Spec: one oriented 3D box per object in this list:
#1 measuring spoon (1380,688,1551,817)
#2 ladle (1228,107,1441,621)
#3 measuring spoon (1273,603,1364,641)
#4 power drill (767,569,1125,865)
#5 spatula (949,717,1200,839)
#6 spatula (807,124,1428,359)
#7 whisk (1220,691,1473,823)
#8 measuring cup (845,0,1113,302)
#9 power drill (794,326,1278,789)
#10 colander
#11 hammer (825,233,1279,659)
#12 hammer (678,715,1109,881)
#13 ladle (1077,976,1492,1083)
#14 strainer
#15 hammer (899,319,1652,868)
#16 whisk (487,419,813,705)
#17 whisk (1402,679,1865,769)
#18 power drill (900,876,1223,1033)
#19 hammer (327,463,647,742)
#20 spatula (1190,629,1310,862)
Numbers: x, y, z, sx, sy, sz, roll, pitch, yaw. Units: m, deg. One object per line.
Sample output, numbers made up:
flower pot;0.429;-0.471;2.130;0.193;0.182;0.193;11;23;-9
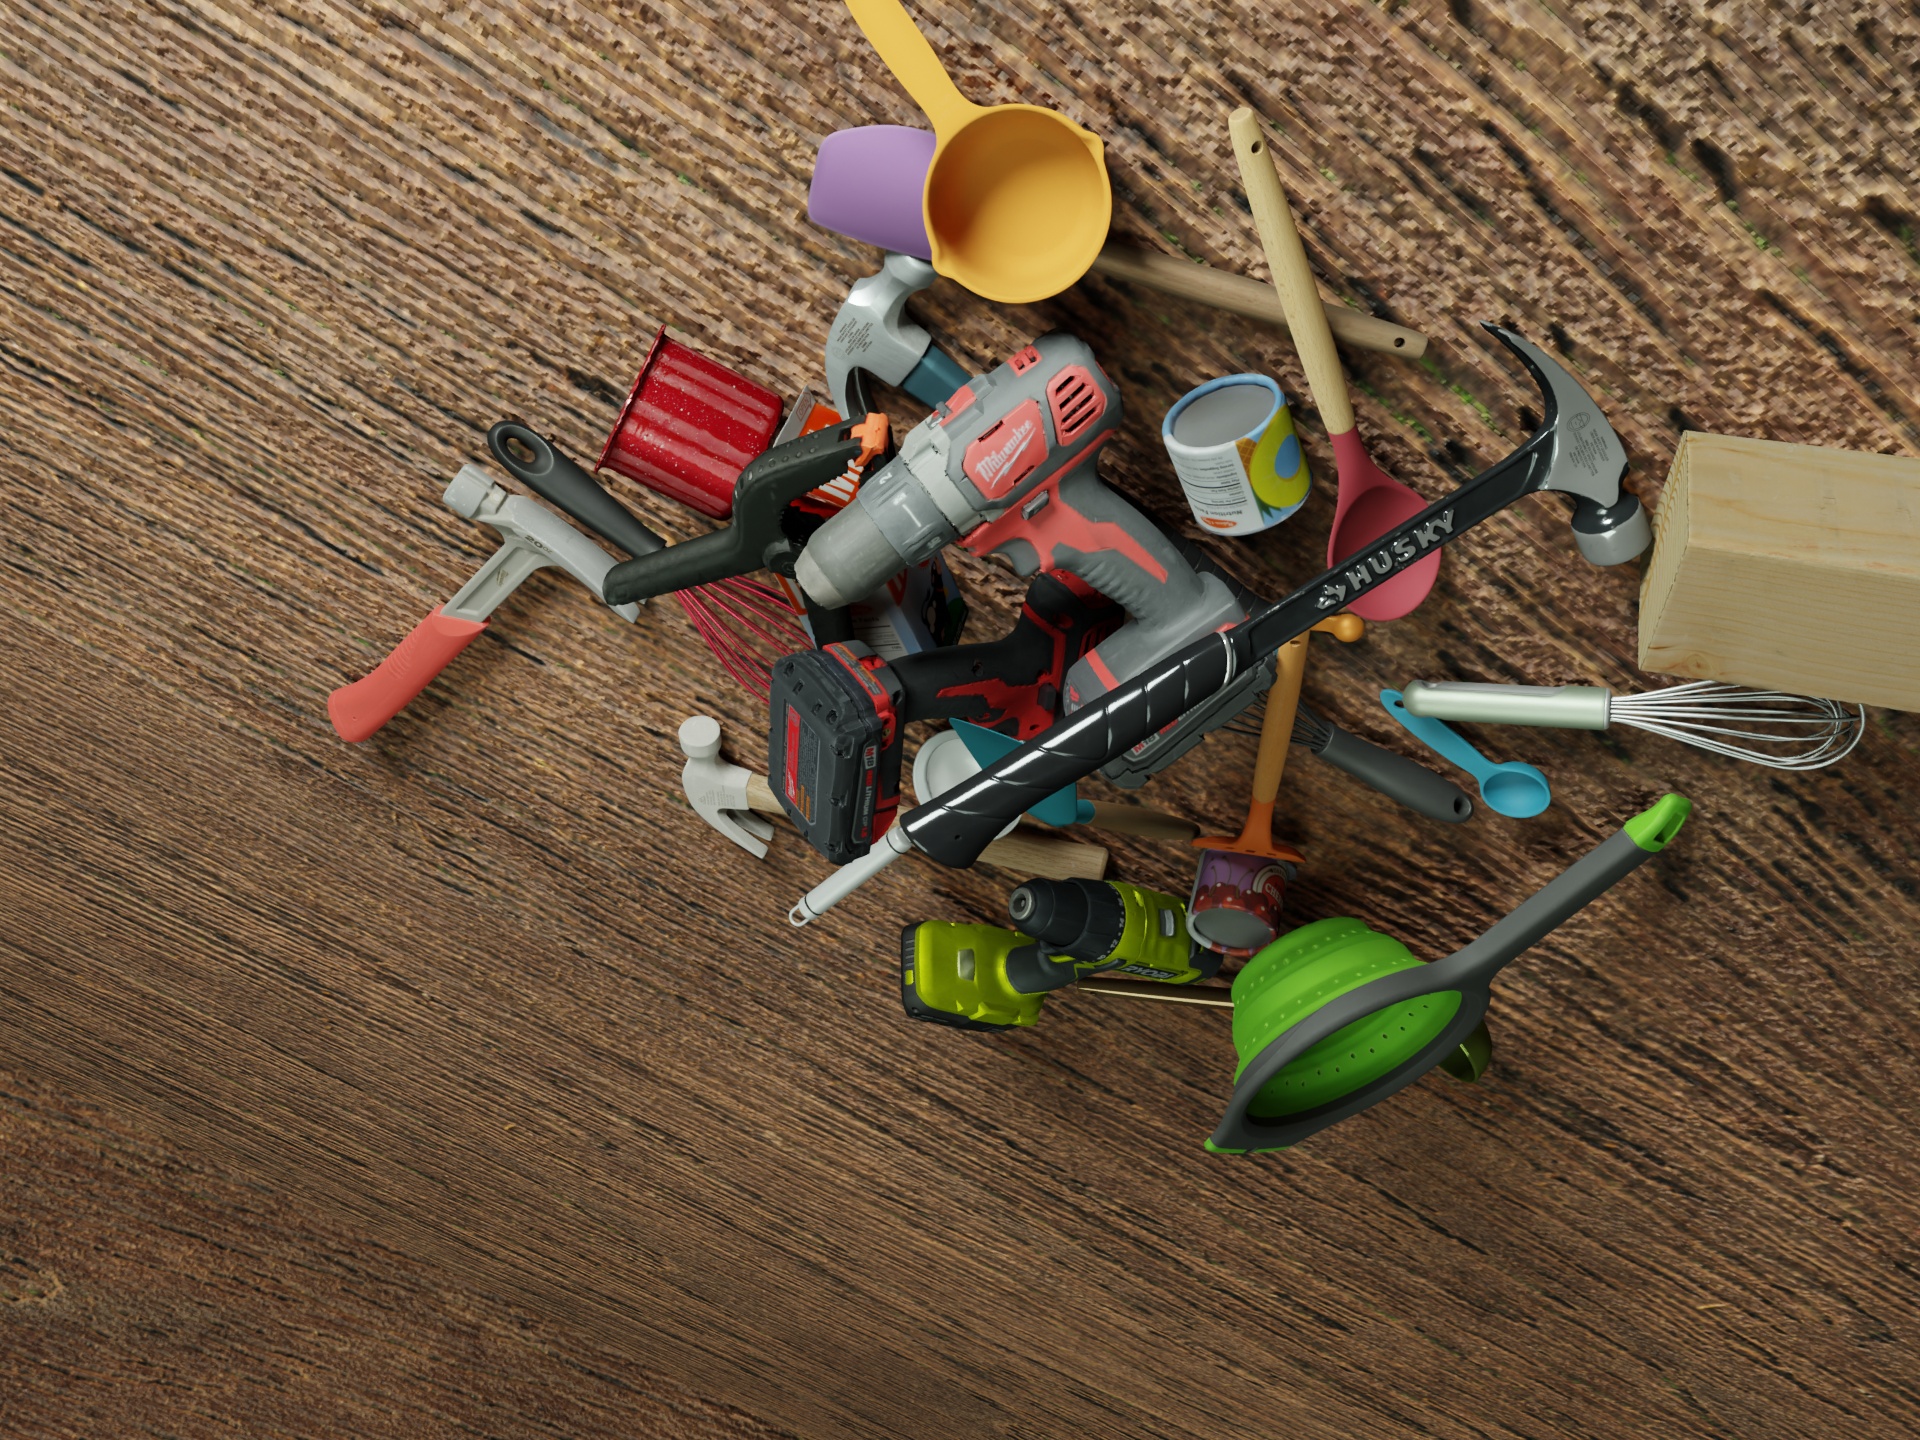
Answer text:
measuring spoon;0.315;0.014;0.994;0.128;0.021;0.042;36;140;-6
ladle;0.183;-0.165;0.790;0.069;0.031;0.315;-37;133;-3
measuring spoon;0.184;-0.060;0.958;0.117;0.011;0.021;9;141;14
power drill;-0.002;-0.003;0.953;0.079;0.219;0.143;46;143;37
spatula;0.094;0.050;0.998;0.082;0.044;0.317;20;-177;30
spatula;0.079;-0.230;0.788;0.316;0.018;0.059;17;112;0
whisk;0.229;0.009;1.000;0.238;0.055;0.055;26;142;-17
measuring cup;0.004;-0.277;0.744;0.095;0.052;0.173;-34;101;19
power drill;0.042;-0.068;0.842;0.188;0.080;0.226;-37;116;6
colander;0.308;0.152;1.081;0.204;0.095;0.397;14;129;-44
hammer;0.066;-0.132;0.898;0.330;0.033;0.128;35;139;-16
hammer;-0.052;0.079;1.211;0.331;0.031;0.130;12;141;9
ladle;0.245;0.231;1.236;0.320;0.062;0.078;3;145;18
strainer;-0.039;0.080;1.155;0.258;0.050;0.087;-38;92;26
hammer;0.148;-0.045;0.808;0.409;0.036;0.149;-32;118;5
whisk;-0.183;-0.096;1.038;0.295;0.073;0.073;38;139;-14
whisk;0.381;-0.007;0.918;0.246;0.058;0.059;4;105;23
power drill;0.058;0.173;1.201;0.190;0.080;0.228;18;150;-38
hammer;-0.377;-0.057;1.183;0.149;0.037;0.359;37;138;-21
spatula;0.189;0.025;0.977;0.081;0.041;0.322;8;149;9
